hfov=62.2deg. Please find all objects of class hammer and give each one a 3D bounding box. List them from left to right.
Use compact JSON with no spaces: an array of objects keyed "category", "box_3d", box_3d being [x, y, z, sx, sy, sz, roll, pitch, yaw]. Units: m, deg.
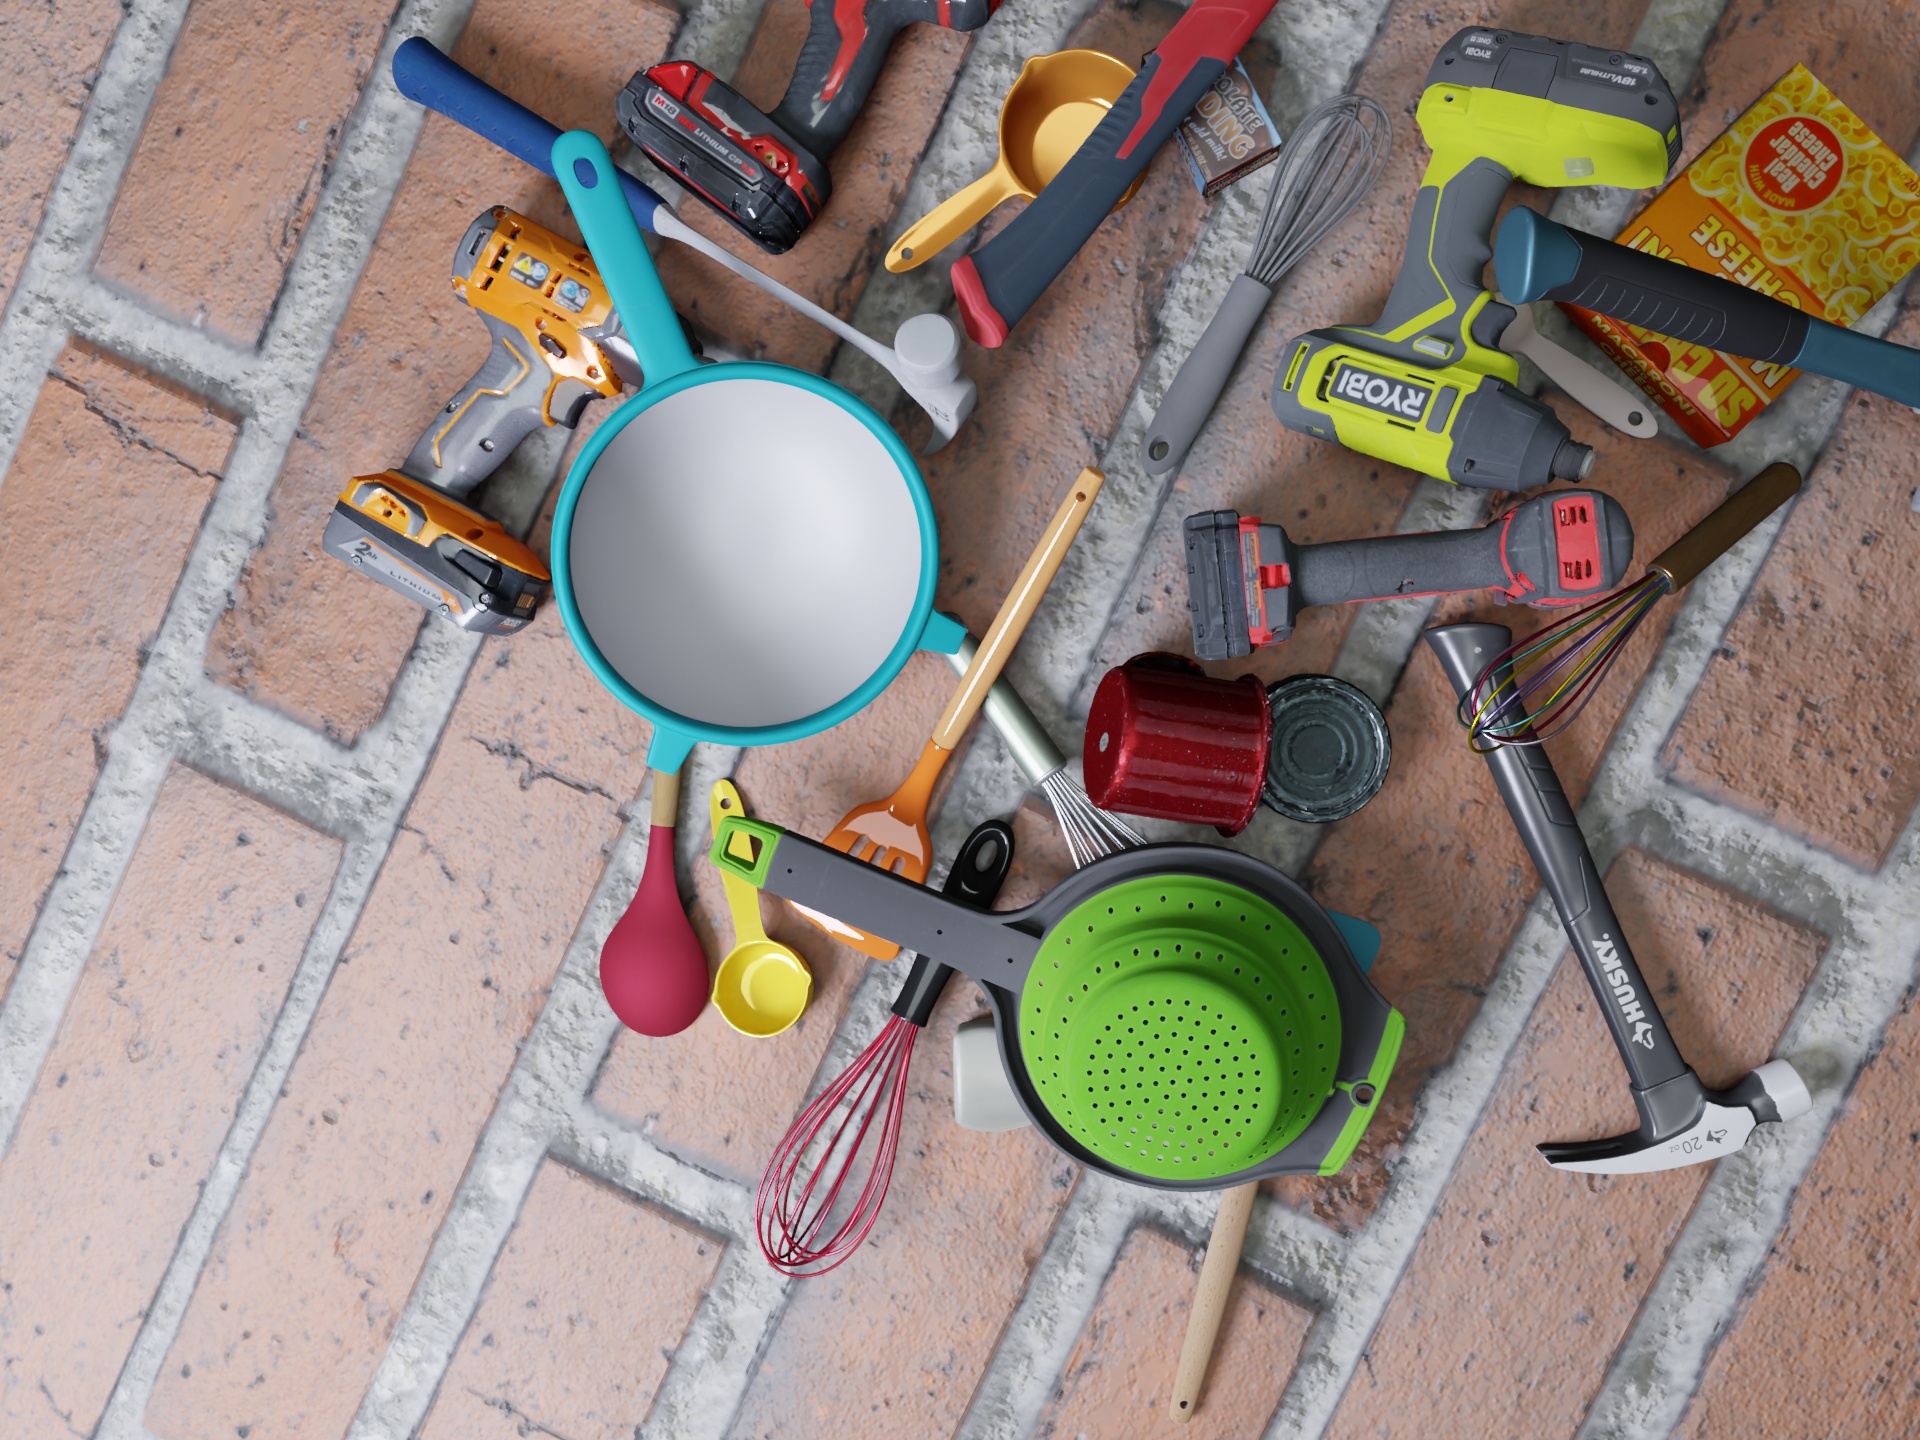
[{"category":"hammer","box_3d":[-0.160,-0.277,0.909,0.405,0.144,0.035,34,84,13]},{"category":"hammer","box_3d":[0.134,-0.344,0.854,0.143,0.038,0.386,36,80,2]},{"category":"hammer","box_3d":[0.343,0.097,0.901,0.146,0.035,0.335,-24,90,6]},{"category":"hammer","box_3d":[0.413,-0.197,0.812,0.331,0.033,0.128,10,103,-19]}]

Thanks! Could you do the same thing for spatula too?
[{"category":"spatula","box_3d":[-0.001,-0.003,0.902,0.081,0.041,0.322,31,117,4]},{"category":"spatula","box_3d":[0.168,0.264,0.934,0.082,0.044,0.317,14,99,5]}]

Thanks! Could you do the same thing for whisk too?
[{"category":"whisk","box_3d":[-0.040,0.192,0.937,0.073,0.073,0.296,26,89,4]},{"category":"whisk","box_3d":[0.056,0.038,0.925,0.059,0.058,0.246,-37,84,14]},{"category":"whisk","box_3d":[0.169,-0.245,0.902,0.055,0.055,0.239,30,100,4]},{"category":"whisk","box_3d":[0.367,-0.062,0.873,0.245,0.051,0.047,-38,110,-8]}]

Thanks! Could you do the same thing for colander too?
[{"category":"colander","box_3d":[0.039,0.144,0.853,0.397,0.094,0.204,21,103,6]}]

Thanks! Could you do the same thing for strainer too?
[{"category":"strainer","box_3d":[-0.145,-0.154,0.887,0.211,0.095,0.340,-23,106,-5]}]

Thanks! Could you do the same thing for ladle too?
[{"category":"ladle","box_3d":[-0.175,0.037,0.959,0.069,0.031,0.315,6,91,5]}]

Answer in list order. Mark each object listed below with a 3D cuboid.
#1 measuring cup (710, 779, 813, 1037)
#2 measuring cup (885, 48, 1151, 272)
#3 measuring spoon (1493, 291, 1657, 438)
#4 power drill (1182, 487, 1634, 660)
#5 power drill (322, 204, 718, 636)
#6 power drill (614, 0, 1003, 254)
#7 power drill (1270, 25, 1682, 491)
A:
[{"category":"measuring cup","box_3d":[-0.126,0.113,0.961,0.062,0.029,0.156,-14,79,8]},{"category":"measuring cup","box_3d":[0.032,-0.305,0.909,0.173,0.052,0.095,-34,89,8]},{"category":"measuring spoon","box_3d":[0.343,-0.199,0.896,0.124,0.018,0.034,37,95,3]},{"category":"power drill","box_3d":[0.236,-0.082,0.858,0.219,0.143,0.078,-5,92,13]},{"category":"power drill","box_3d":[-0.252,-0.166,0.931,0.164,0.084,0.226,28,91,4]},{"category":"power drill","box_3d":[-0.099,-0.407,0.907,0.188,0.080,0.226,39,93,3]},{"category":"power drill","box_3d":[0.287,-0.239,0.853,0.171,0.080,0.223,25,96,27]}]
